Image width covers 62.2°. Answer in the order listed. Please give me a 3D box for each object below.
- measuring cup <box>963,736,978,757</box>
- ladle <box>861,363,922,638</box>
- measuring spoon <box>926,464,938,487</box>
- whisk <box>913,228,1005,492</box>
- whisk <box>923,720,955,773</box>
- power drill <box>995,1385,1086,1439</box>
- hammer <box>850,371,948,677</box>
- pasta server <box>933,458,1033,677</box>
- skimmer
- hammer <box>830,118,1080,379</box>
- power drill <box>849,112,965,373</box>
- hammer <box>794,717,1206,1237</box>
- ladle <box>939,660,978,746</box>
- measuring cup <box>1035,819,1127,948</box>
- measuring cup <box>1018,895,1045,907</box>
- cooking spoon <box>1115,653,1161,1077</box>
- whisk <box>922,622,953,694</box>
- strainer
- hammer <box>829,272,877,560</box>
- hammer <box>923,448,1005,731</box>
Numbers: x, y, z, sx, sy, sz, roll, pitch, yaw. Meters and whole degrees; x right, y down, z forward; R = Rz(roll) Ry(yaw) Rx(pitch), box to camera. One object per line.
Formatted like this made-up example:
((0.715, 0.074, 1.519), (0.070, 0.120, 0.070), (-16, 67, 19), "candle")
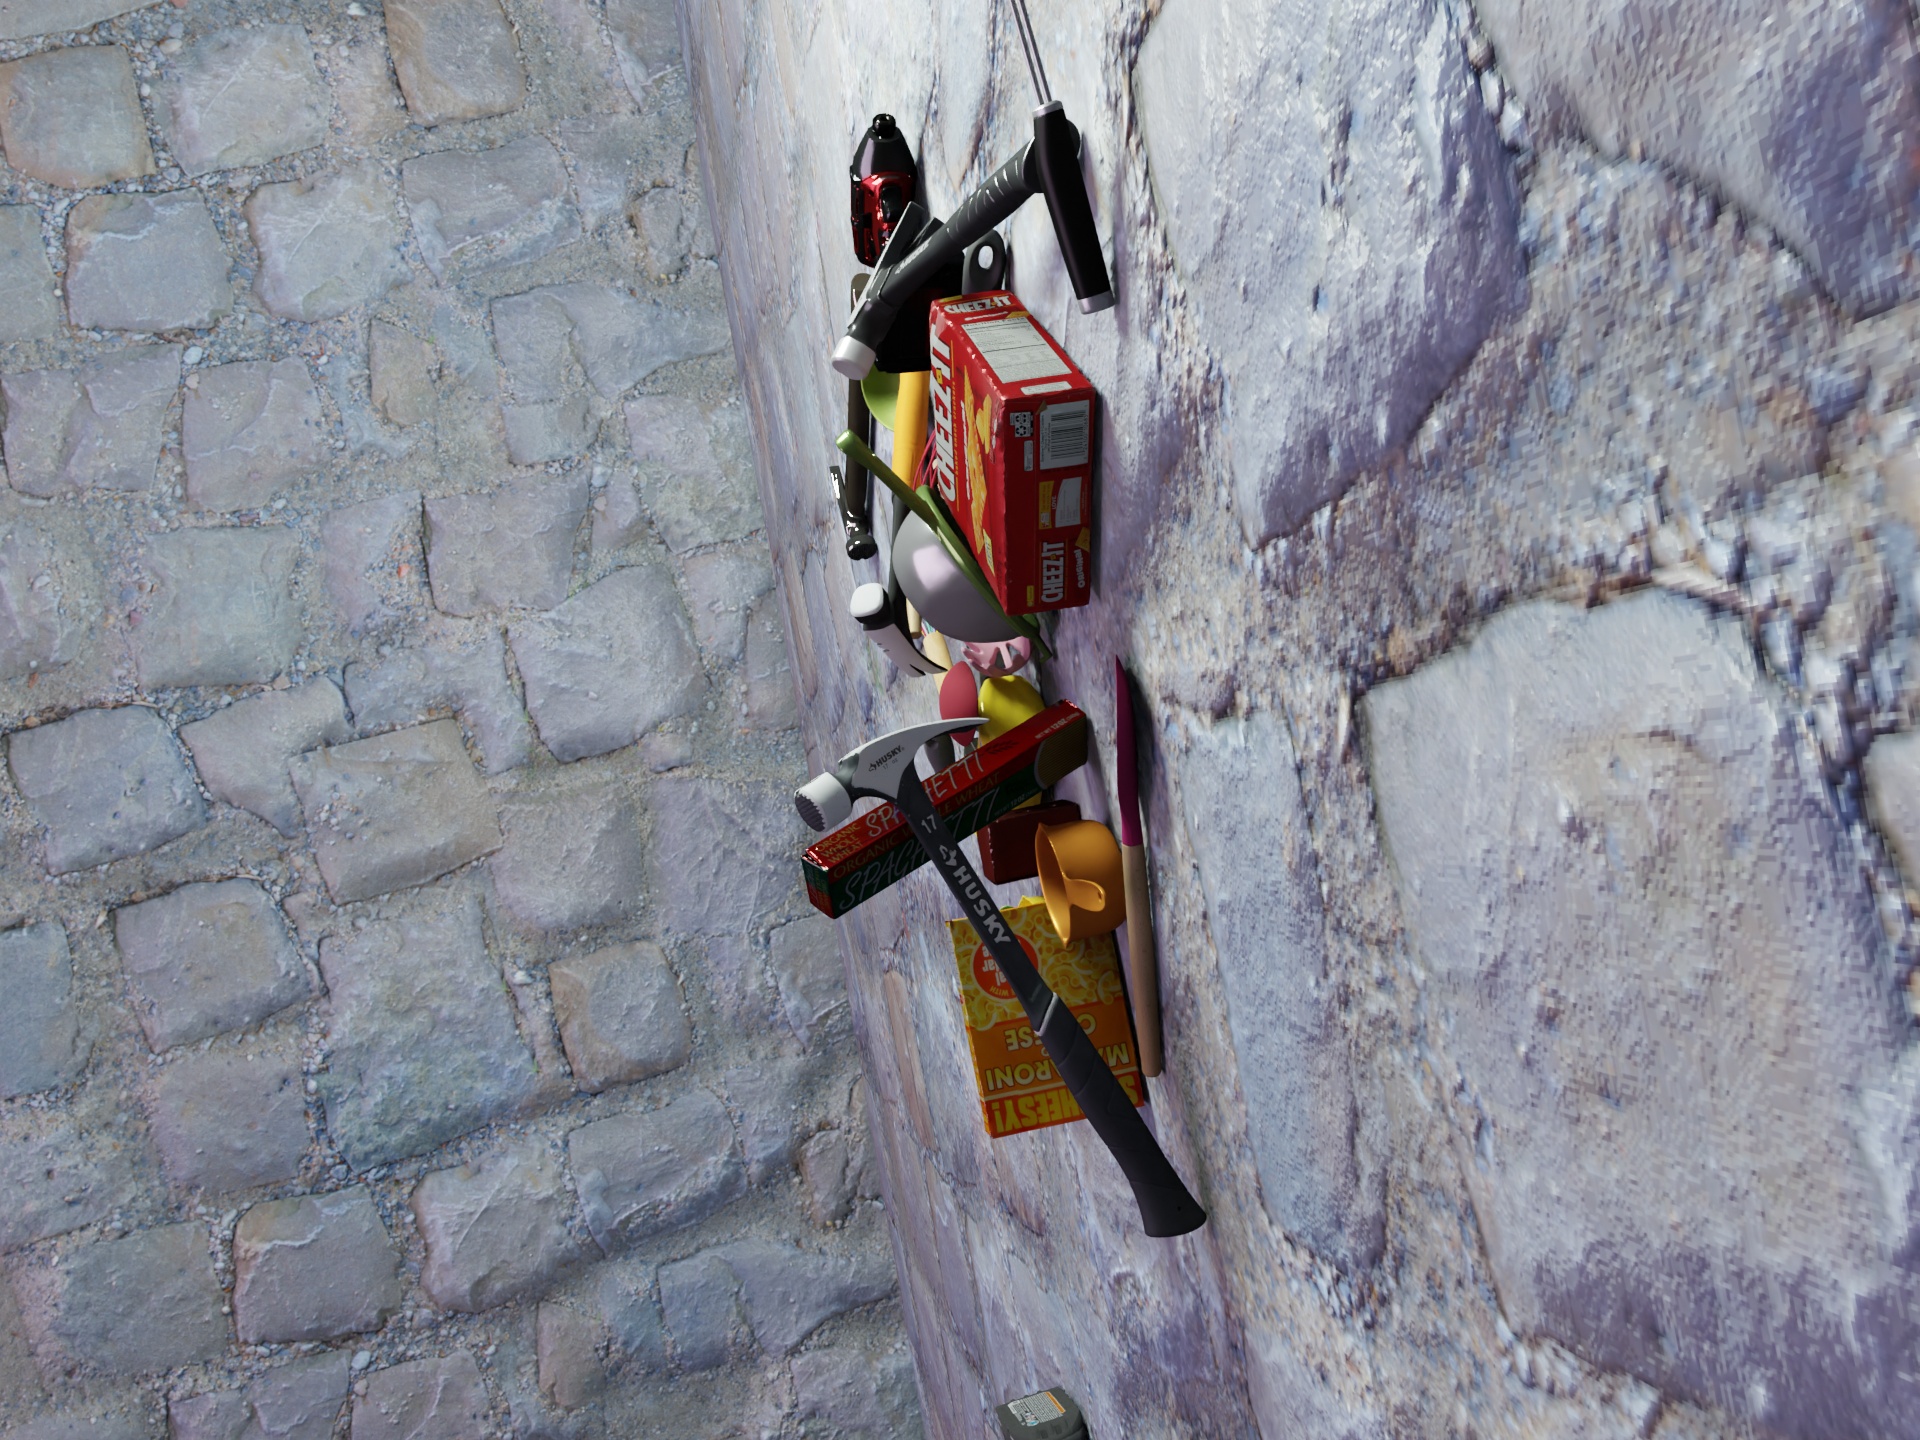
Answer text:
((0.025, 0.066, 1.513), (0.167, 0.038, 0.083), (107, 151, -70), "measuring cup")
((-0.059, -0.214, 1.493), (0.078, 0.062, 0.320), (122, 150, -54), "ladle")
((-0.010, -0.230, 1.452), (0.117, 0.011, 0.021), (157, 123, -70), "measuring spoon")
((0.005, -0.259, 1.284), (0.295, 0.073, 0.073), (99, 159, -44), "whisk")
((-0.016, 0.052, 1.562), (0.238, 0.055, 0.055), (77, 178, -66), "whisk")
((0.106, 0.836, 1.678), (0.171, 0.080, 0.223), (143, 114, -77), "power drill")
((-0.044, -0.204, 1.412), (0.127, 0.034, 0.337), (48, -141, -53), "hammer")
((0.009, -0.143, 1.408), (0.040, 0.060, 0.317), (61, -171, -45), "pasta server")
((0.061, -0.429, 0.935), (0.127, 0.090, 0.363), (-148, 38, -69), "skimmer")
((-0.002, -0.351, 1.136), (0.146, 0.035, 0.335), (-66, 19, -13), "hammer")
((-0.054, -0.421, 1.396), (0.143, 0.078, 0.220), (95, 164, -51), "power drill")
((0.051, 0.183, 1.099), (0.409, 0.149, 0.036), (58, 150, -3), "hammer")
((-0.002, -0.004, 1.397), (0.315, 0.031, 0.069), (93, 174, -86), "ladle")
((0.100, 0.116, 1.139), (0.173, 0.052, 0.095), (171, 87, -79), "measuring cup")
((0.090, 0.168, 1.335), (0.156, 0.029, 0.062), (145, 115, -65), "measuring cup")
((0.123, 0.108, 1.110), (0.069, 0.017, 0.318), (-74, -21, -70), "cooking spoon")
((-0.028, -0.095, 1.580), (0.245, 0.047, 0.051), (-107, 3, -49), "whisk")
((-0.034, -0.131, 1.222), (0.256, 0.069, 0.152), (39, -164, -48), "strainer")
((-0.122, -0.367, 1.867), (0.410, 0.038, 0.146), (100, 159, -58), "hammer")
((-0.012, -0.154, 1.512), (0.128, 0.033, 0.331), (95, 162, -54), "hammer")
